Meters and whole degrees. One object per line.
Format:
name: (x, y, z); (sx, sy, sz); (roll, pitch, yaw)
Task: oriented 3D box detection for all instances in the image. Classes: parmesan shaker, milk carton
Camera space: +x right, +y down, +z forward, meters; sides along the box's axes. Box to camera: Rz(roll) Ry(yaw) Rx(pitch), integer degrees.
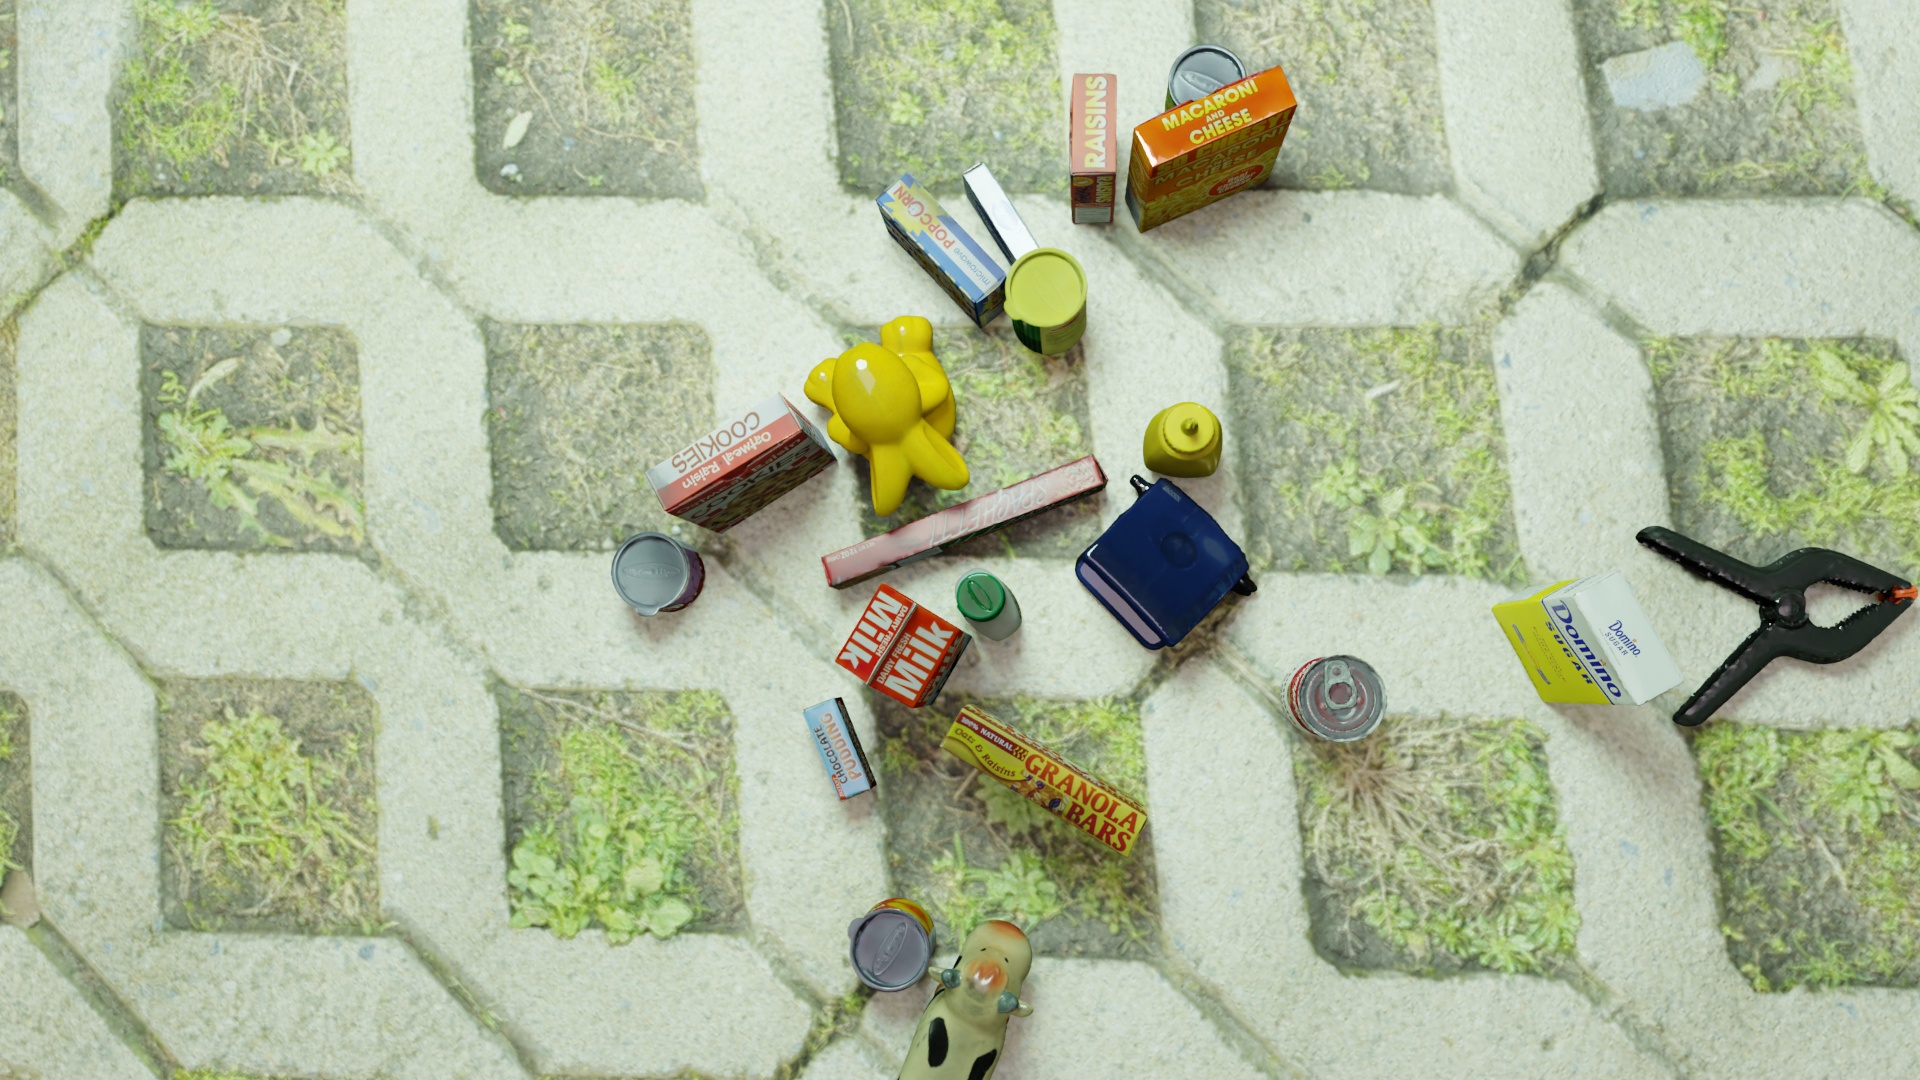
parmesan shaker: (0.071, -0.198, 1.168); (0.071, 0.103, 0.071); (0, 84, 4)
milk carton: (-0.044, 0.085, 1.102); (0.073, 0.190, 0.072); (30, 88, 7)

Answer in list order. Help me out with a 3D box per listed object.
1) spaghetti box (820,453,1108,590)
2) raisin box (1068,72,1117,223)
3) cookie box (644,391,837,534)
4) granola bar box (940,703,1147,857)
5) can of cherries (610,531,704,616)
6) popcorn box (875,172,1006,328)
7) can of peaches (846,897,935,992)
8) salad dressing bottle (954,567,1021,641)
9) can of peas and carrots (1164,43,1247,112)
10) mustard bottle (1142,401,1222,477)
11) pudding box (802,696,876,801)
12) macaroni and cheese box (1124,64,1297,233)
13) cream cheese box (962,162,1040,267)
spaghetti box: (0.004, -0.015, 1.180); (0.250, 0.050, 0.029); (-21, 83, 2)
raisin box: (0.111, -0.328, 1.169); (0.040, 0.123, 0.086); (1, 84, 5)
cookie box: (-0.174, -0.059, 1.139); (0.123, 0.167, 0.040); (-32, 83, 1)
granola bar box: (0.068, 0.188, 1.116); (0.166, 0.124, 0.039); (30, 87, 7)
can of cherries: (-0.259, 0.031, 1.191); (0.071, 0.058, 0.071); (0, 84, 4)
popcorn box: (-0.013, -0.246, 1.189); (0.038, 0.085, 0.127); (-43, 83, 0)
can of peaches: (-0.057, 0.330, 1.144); (0.071, 0.058, 0.071); (0, 84, 4)
salad dressing bottle: (0.020, 0.050, 1.123); (0.044, 0.147, 0.064); (-37, 83, 0)
can of peas and carrots: (0.210, -0.383, 1.200); (0.071, 0.058, 0.071); (0, 84, 4)
mustard bottle: (0.182, -0.083, 1.118); (0.065, 0.160, 0.049); (6, 85, 5)
pudding box: (-0.101, 0.175, 1.168); (0.030, 0.049, 0.084); (-23, 83, 2)
macaroni and cheese box: (0.200, -0.317, 1.139); (0.124, 0.166, 0.040); (-23, 83, 2)
cream cheese box: (0.039, -0.273, 1.203); (0.024, 0.053, 0.104); (-31, 83, 1)
